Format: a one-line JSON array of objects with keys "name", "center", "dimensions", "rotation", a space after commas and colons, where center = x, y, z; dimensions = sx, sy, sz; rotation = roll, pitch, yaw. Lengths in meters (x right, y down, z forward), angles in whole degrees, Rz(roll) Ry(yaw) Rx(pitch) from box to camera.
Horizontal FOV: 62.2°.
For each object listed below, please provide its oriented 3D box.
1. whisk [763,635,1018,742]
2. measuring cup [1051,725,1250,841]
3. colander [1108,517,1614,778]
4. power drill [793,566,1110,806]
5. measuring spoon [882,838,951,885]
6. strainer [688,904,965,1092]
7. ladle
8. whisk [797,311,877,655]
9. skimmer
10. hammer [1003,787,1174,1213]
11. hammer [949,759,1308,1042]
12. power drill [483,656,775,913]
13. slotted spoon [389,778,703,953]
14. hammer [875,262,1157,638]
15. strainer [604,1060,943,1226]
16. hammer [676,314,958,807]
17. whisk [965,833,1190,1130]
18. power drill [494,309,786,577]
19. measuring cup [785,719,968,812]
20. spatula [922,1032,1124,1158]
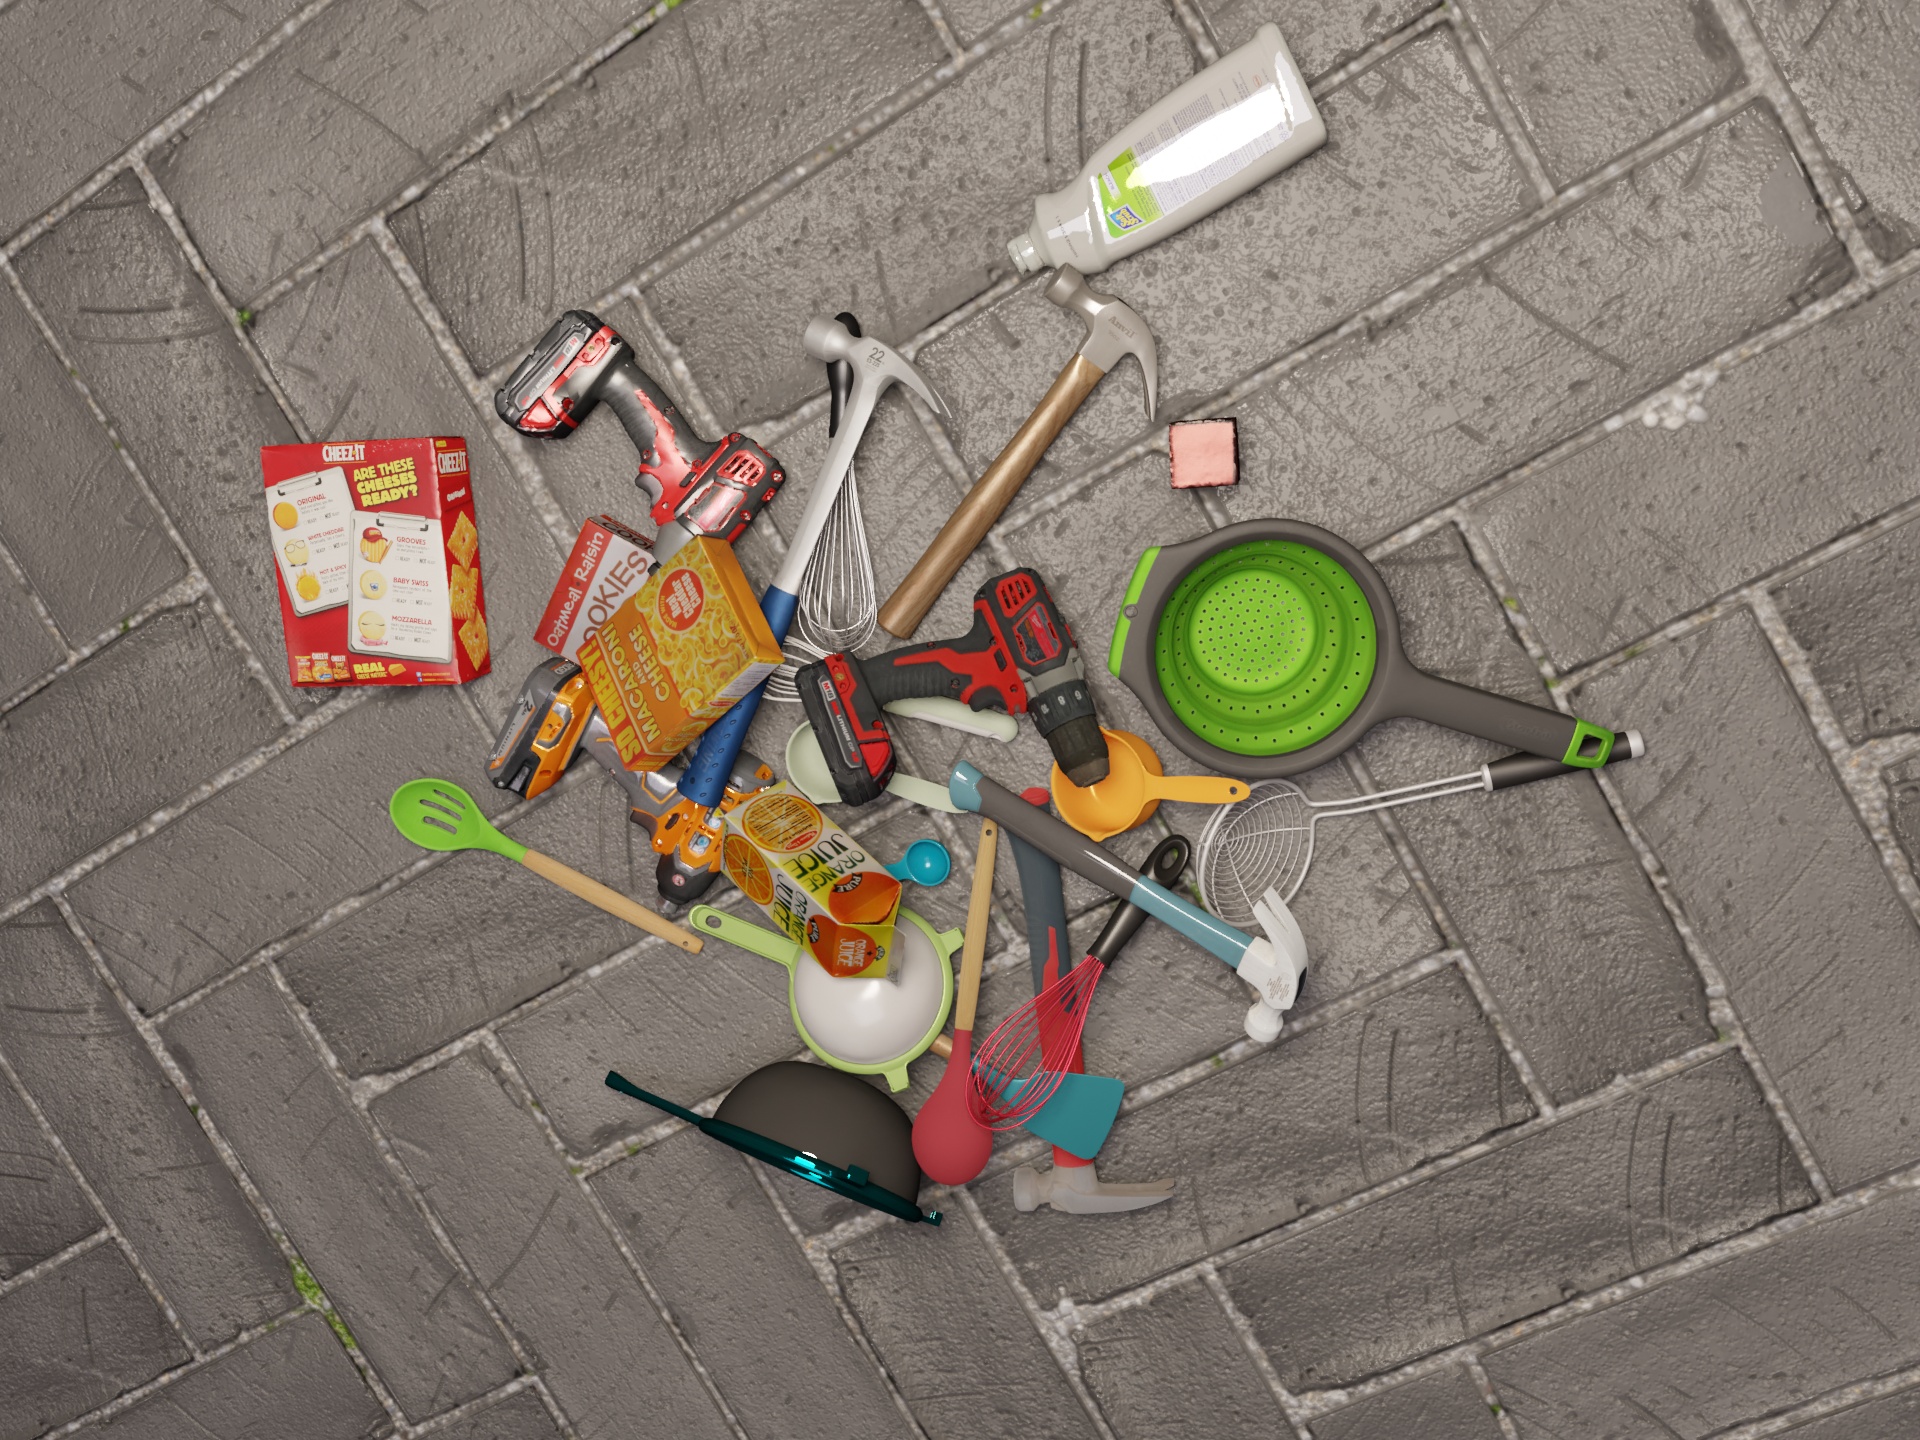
[{"name": "whisk", "center": [-0.070, -0.022, 1.358], "dimensions": [0.246, 0.057, 0.059], "rotation": [15, 74, 3]}, {"name": "measuring cup", "center": [0.162, 0.052, 1.303], "dimensions": [0.174, 0.052, 0.095], "rotation": [2, 94, 30]}, {"name": "colander", "center": [0.315, -0.040, 1.263], "dimensions": [0.397, 0.094, 0.204], "rotation": [16, 104, -1]}, {"name": "power drill", "center": [-0.002, -0.004, 1.288], "dimensions": [0.226, 0.080, 0.188], "rotation": [-22, 77, -5]}, {"name": "measuring spoon", "center": [-0.064, 0.135, 1.409], "dimensions": [0.128, 0.021, 0.042], "rotation": [-18, 95, 23]}, {"name": "strainer", "center": [-0.133, 0.210, 1.387], "dimensions": [0.256, 0.069, 0.151], "rotation": [19, 80, 16]}, {"name": "ladle", "center": [0.007, 0.238, 1.359], "dimensions": [0.069, 0.031, 0.315], "rotation": [7, 82, 5]}, {"name": "whisk", "center": [-0.099, -0.194, 1.320], "dimensions": [0.070, 0.070, 0.284], "rotation": [3, 98, 10]}, {"name": "skimmer", "center": [0.367, 0.076, 1.274], "dimensions": [0.363, 0.090, 0.127], "rotation": [-14, 119, 12]}, {"name": "hammer", "center": [0.099, 0.247, 1.389], "dimensions": [0.143, 0.038, 0.386], "rotation": [-5, 101, 10]}, {"name": "hammer", "center": [0.130, 0.130, 1.287], "dimensions": [0.331, 0.033, 0.128], "rotation": [30, 133, 18]}, {"name": "power drill", "center": [-0.296, 0.062, 1.401], "dimensions": [0.226, 0.084, 0.164], "rotation": [30, 106, -1]}, {"name": "slotted spoon", "center": [-0.377, 0.138, 1.459], "dimensions": [0.314, 0.031, 0.070], "rotation": [27, 106, 2]}, {"name": "hammer", "center": [0.039, -0.198, 1.295], "dimensions": [0.130, 0.031, 0.331], "rotation": [32, 111, -16]}, {"name": "strainer", "center": [-0.170, 0.343, 1.425], "dimensions": [0.340, 0.210, 0.095], "rotation": [14, 69, 28]}, {"name": "hammer", "center": [-0.135, -0.114, 1.292], "dimensions": [0.144, 0.035, 0.405], "rotation": [29, 103, 22]}, {"name": "whisk", "center": [0.103, 0.216, 1.330], "dimensions": [0.073, 0.073, 0.296], "rotation": [37, 82, 1]}, {"name": "power drill", "center": [-0.270, -0.223, 1.325], "dimensions": [0.219, 0.078, 0.143], "rotation": [40, 92, -3]}, {"name": "measuring cup", "center": [-0.068, 0.044, 1.377], "dimensions": [0.167, 0.038, 0.083], "rotation": [19, 105, 4]}, {"name": "spatula", "center": [-0.013, 0.283, 1.398], "dimensions": [0.318, 0.044, 0.082], "rotation": [26, 108, 19]}]
